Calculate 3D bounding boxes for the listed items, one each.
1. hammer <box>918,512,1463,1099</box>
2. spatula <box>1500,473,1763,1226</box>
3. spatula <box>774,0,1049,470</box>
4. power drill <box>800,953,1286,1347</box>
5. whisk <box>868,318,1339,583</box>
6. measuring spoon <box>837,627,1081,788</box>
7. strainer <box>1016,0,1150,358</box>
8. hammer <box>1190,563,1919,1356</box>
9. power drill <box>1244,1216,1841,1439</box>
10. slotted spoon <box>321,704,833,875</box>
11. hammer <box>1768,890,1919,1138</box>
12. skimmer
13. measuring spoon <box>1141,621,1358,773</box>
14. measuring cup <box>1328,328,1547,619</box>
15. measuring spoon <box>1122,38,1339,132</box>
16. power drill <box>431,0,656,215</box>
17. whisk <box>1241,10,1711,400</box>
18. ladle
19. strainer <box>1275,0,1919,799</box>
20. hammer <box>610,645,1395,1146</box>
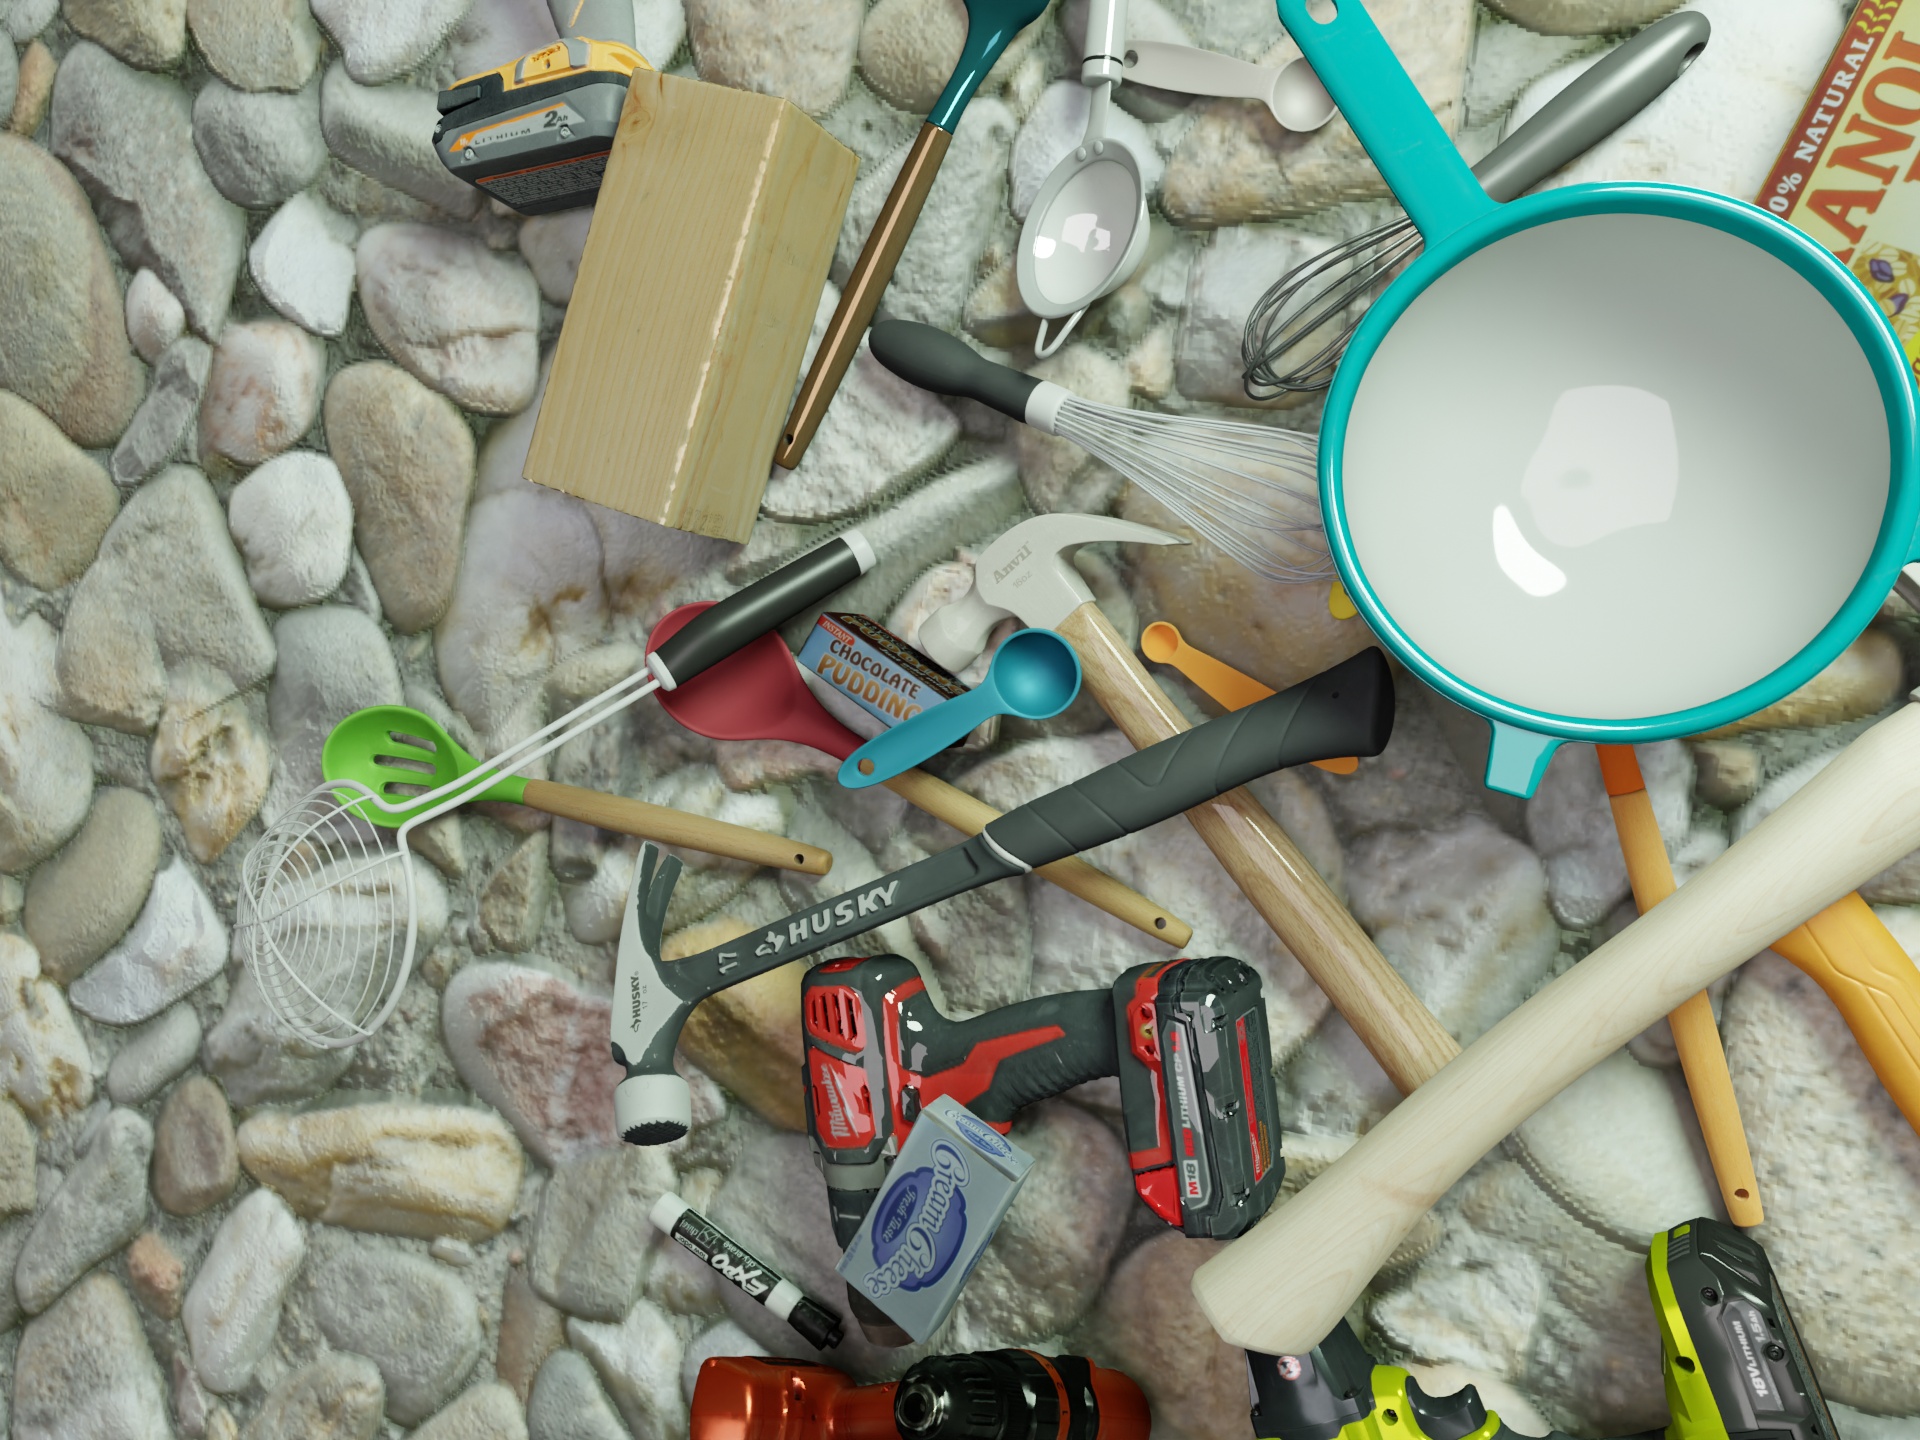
[{"bbox_3d":[0.122,0.040,0.726,0.130,0.031,0.331,-44,78,27],"label":"hammer"},{"bbox_3d":[0.289,0.052,0.673,0.081,0.041,0.322,-16,89,19],"label":"spatula"},{"bbox_3d":[-0.028,-0.271,0.784,0.082,0.044,0.317,31,102,23],"label":"spatula"},{"bbox_3d":[0.031,0.200,0.747,0.227,0.080,0.188,-7,87,24],"label":"power drill"},{"bbox_3d":[0.068,-0.133,0.738,0.285,0.070,0.070,28,100,25],"label":"whisk"},{"bbox_3d":[-0.001,-0.002,0.740,0.128,0.021,0.042,-29,92,15],"label":"measuring spoon"},{"bbox_3d":[0.068,-0.294,0.743,0.087,0.050,0.258,7,92,52],"label":"strainer"},{"bbox_3d":[0.251,0.102,0.630,0.410,0.038,0.146,-41,71,7],"label":"hammer"},{"bbox_3d":[0.237,0.295,0.666,0.223,0.080,0.171,-22,82,23],"label":"power drill"},{"bbox_3d":[-0.213,0.047,0.867,0.314,0.031,0.070,11,94,19],"label":"slotted spoon"},{"bbox_3d":[0.425,0.196,0.613,0.127,0.034,0.337,-35,78,19],"label":"hammer"},{"bbox_3d":[-0.194,0.023,0.791,0.363,0.090,0.127,-33,61,-13],"label":"skimmer"},{"bbox_3d":[0.135,-0.011,0.740,0.117,0.011,0.021,35,112,14],"label":"measuring spoon"},{"bbox_3d":[0.203,-0.114,0.700,0.062,0.029,0.156,31,99,18],"label":"measuring cup"},{"bbox_3d":[0.123,-0.300,0.743,0.124,0.018,0.034,23,106,26],"label":"measuring spoon"},{"bbox_3d":[-0.231,-0.393,0.846,0.185,0.084,0.226,-3,85,22],"label":"power drill"},{"bbox_3d":[0.219,-0.220,0.689,0.239,0.055,0.055,-37,77,13],"label":"whisk"},{"bbox_3d":[-0.024,0.030,0.792,0.315,0.031,0.069,29,89,17],"label":"ladle"},{"bbox_3d":[0.219,-0.149,0.639,0.211,0.095,0.340,-30,78,10],"label":"strainer"},{"bbox_3d":[0.004,0.062,0.726,0.409,0.036,0.149,-25,55,20],"label":"hammer"}]
